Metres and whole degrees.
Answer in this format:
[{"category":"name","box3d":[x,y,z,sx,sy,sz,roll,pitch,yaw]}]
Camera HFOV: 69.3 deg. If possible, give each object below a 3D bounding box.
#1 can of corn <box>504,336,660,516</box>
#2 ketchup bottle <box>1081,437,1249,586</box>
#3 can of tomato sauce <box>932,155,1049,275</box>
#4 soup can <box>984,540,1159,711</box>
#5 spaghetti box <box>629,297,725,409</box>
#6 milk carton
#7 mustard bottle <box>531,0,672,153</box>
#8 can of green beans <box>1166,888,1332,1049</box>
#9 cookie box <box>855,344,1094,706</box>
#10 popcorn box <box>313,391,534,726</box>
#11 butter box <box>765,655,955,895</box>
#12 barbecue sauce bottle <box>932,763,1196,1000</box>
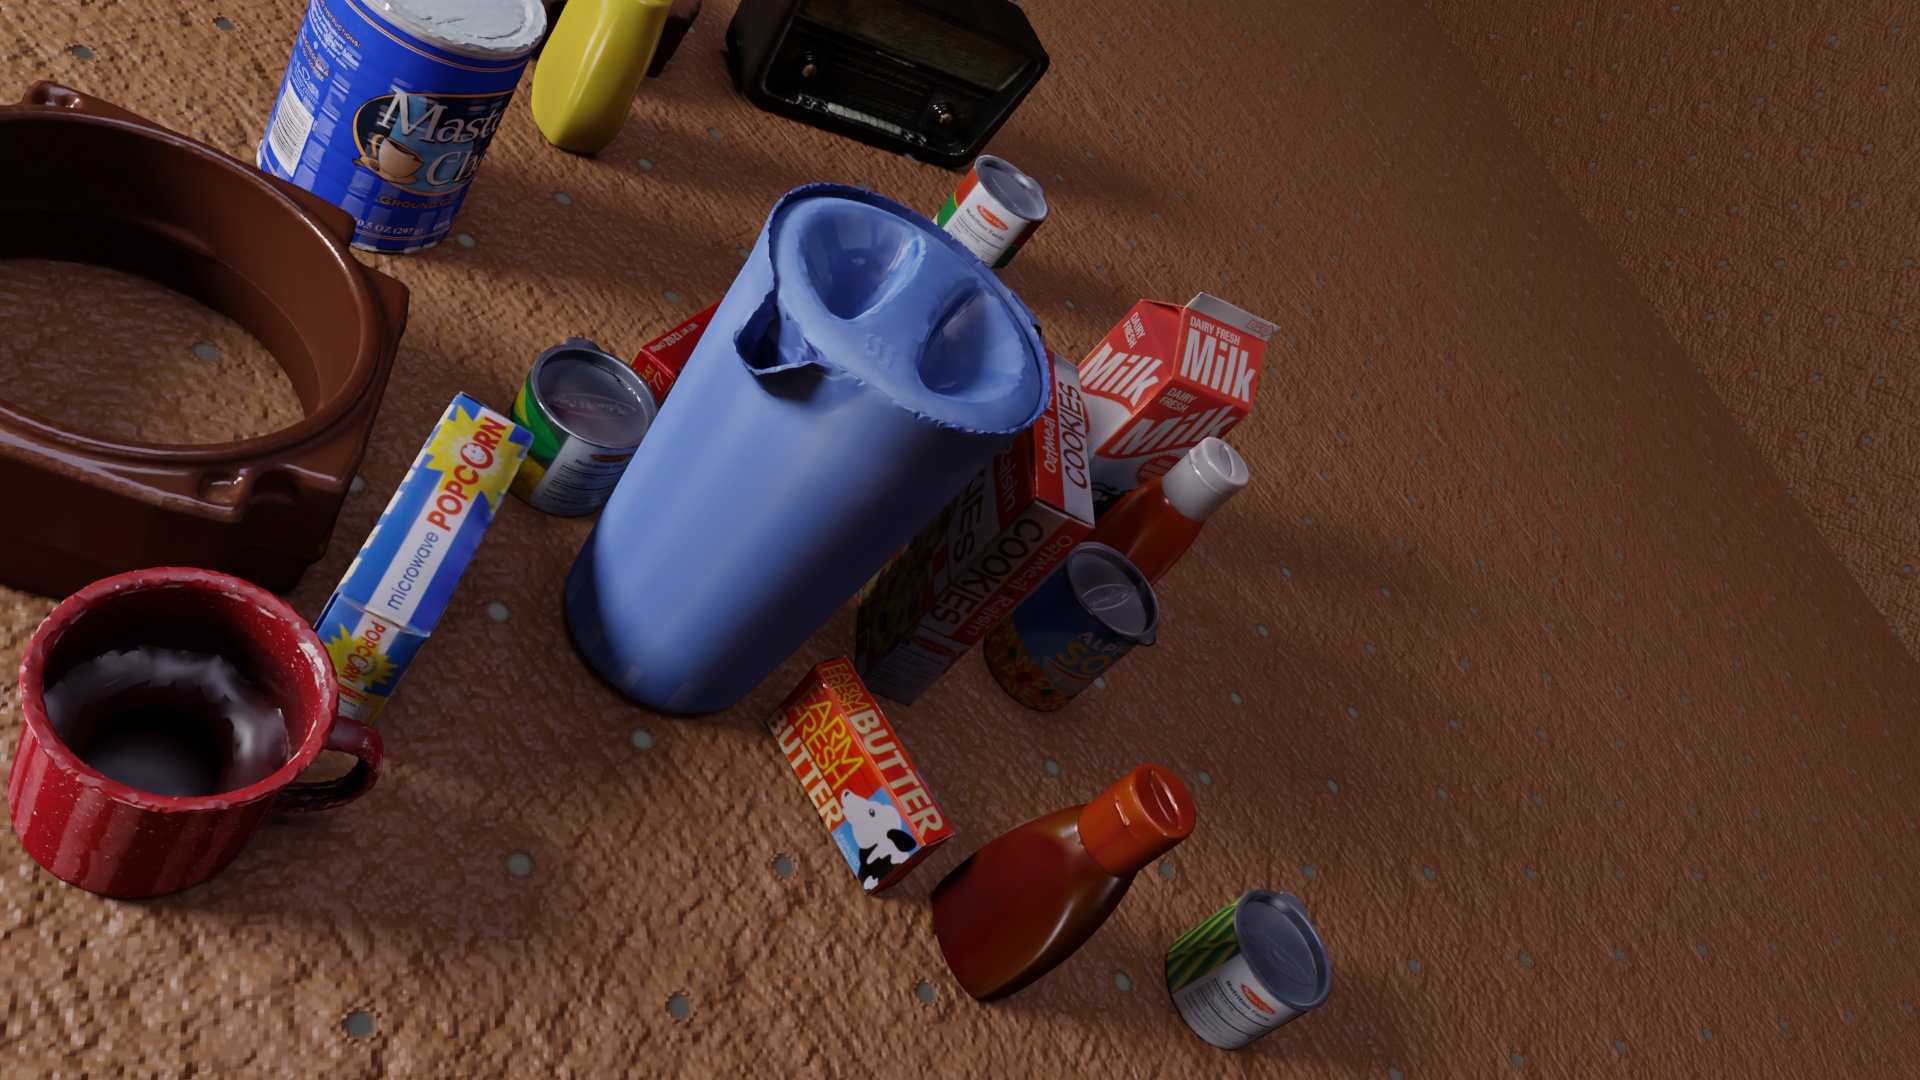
[{"category":"can of corn","box3d":[-0.193,-0.056,0.694,0.071,0.058,0.071,25,40,-23]},{"category":"ketchup bottle","box3d":[0.113,-0.004,0.850,0.043,0.148,0.065,26,40,-22]},{"category":"can of tomato sauce","box3d":[0.016,-0.236,1.043,0.071,0.082,0.071,25,40,-23]},{"category":"soup can","box3d":[0.065,0.053,0.804,0.071,0.083,0.072,25,40,-23]},{"category":"spaghetti box","box3d":[-0.124,-0.134,0.841,0.028,0.050,0.251,42,37,-2]},{"category":"milk carton","box3d":[0.118,-0.086,0.900,0.072,0.189,0.074,15,45,-33]},{"category":"mustard bottle","box3d":[-0.210,-0.311,0.843,0.049,0.159,0.065,0,55,-43]},{"category":"can of green beans","box3d":[0.152,0.227,0.735,0.071,0.057,0.071,25,40,-23]},{"category":"cookie box","box3d":[0.003,-0.009,0.738,0.040,0.166,0.123,25,40,-24]},{"category":"popcorn box","box3d":[-0.228,0.010,0.574,0.038,0.085,0.127,29,39,-18]},{"category":"butter box","box3d":[-0.050,0.112,0.666,0.024,0.053,0.104,-13,63,-49]},{"category":"barbecue sauce bottle","box3d":[0.046,0.153,0.634,0.044,0.148,0.065,4,51,-41]}]
